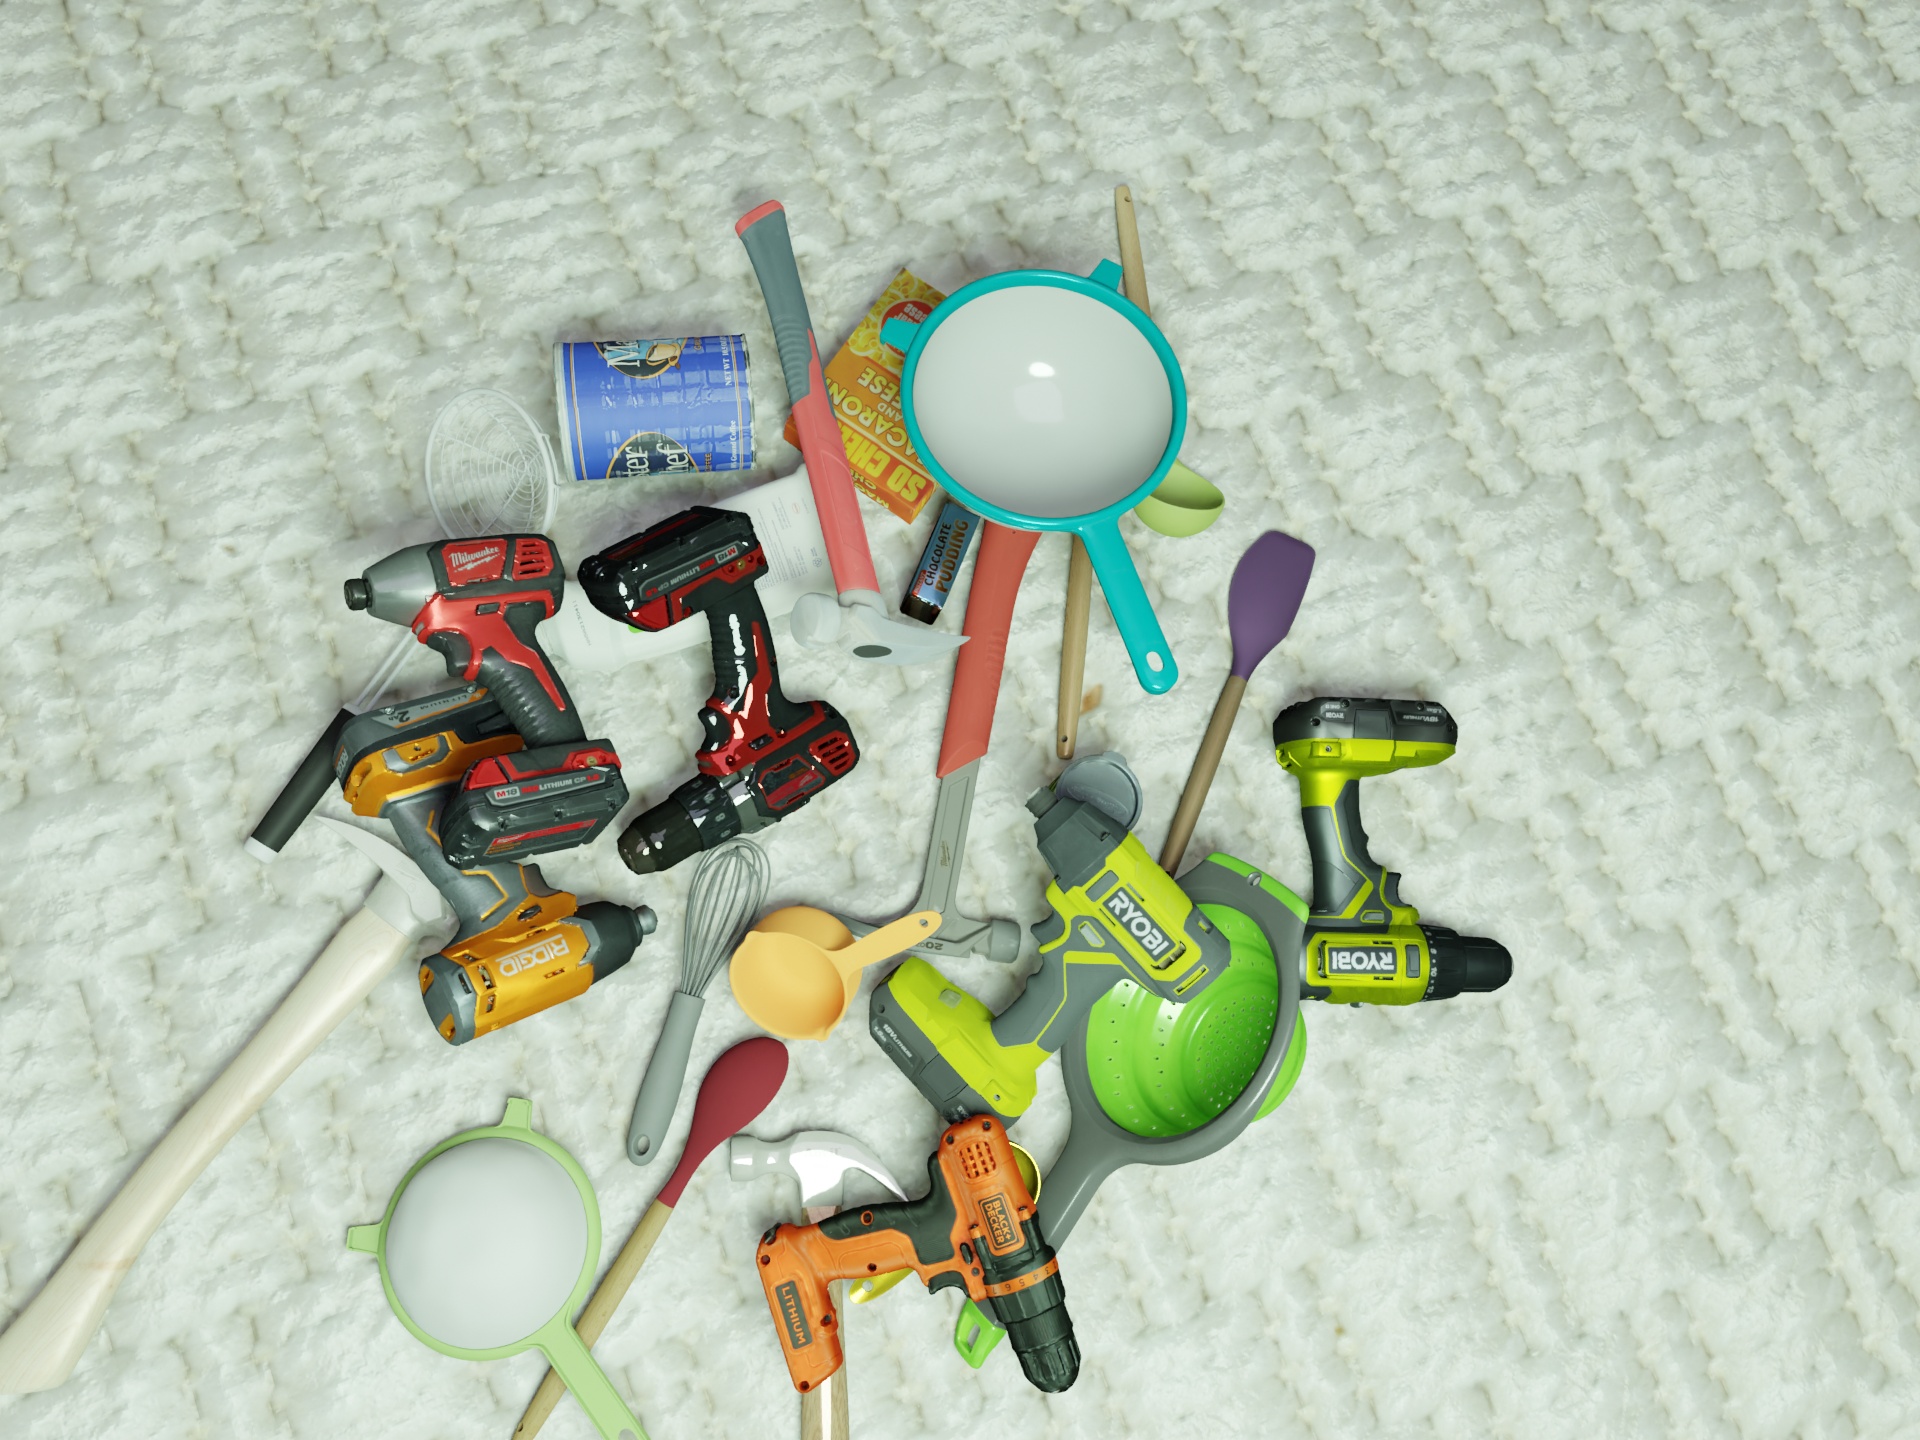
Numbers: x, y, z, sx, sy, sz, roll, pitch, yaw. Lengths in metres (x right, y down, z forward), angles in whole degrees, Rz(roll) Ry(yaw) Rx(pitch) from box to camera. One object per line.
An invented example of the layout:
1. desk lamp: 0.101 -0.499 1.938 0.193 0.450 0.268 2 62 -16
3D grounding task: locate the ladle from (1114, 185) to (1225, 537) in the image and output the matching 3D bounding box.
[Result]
1. ladle: 0.157 -0.297 1.287 0.078 0.062 0.320 0 74 -23

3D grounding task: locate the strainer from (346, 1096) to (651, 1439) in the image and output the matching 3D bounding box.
1. strainer: -0.284 0.381 1.032 0.151 0.069 0.256 -39 75 -10

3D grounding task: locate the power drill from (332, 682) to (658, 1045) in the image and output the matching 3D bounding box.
1. power drill: -0.316 0.091 1.092 0.164 0.084 0.227 -19 74 -37

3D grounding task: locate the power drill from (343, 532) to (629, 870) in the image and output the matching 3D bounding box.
1. power drill: -0.314 -0.021 1.053 0.143 0.078 0.220 -10 71 -35

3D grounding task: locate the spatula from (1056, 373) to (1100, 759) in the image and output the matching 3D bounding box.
1. spatula: 0.090 -0.128 1.242 0.082 0.044 0.318 0 78 22

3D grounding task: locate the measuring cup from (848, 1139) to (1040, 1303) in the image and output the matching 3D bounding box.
1. measuring cup: -0.013 0.348 1.098 0.156 0.029 0.062 -37 87 -4

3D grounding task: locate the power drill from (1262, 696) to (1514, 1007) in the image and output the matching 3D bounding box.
1. power drill: 0.322 0.103 1.209 0.190 0.080 0.228 2 79 -8

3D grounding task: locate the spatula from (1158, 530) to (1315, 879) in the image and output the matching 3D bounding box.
1. spatula: 0.207 -0.011 1.246 0.060 0.018 0.316 23 74 -2

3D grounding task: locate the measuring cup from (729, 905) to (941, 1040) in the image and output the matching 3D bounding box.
1. measuring cup: -0.079 0.157 1.104 0.173 0.052 0.095 -27 103 24

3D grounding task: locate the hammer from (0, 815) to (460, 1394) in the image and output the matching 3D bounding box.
1. hammer: -0.503 0.257 1.067 0.146 0.038 0.411 37 75 2

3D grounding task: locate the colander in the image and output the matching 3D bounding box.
1. colander: 0.132 0.290 1.126 0.094 0.205 0.397 33 90 -35

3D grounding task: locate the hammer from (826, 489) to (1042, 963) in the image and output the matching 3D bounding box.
1. hammer: -0.002 -0.004 1.202 0.149 0.036 0.359 12 77 -6

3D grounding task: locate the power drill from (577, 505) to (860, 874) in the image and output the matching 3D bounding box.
1. power drill: -0.186 -0.017 1.111 0.188 0.080 0.226 -31 114 -23

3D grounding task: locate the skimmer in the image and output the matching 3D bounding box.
1. skimmer: -0.408 -0.067 1.129 0.127 0.090 0.363 25 75 23

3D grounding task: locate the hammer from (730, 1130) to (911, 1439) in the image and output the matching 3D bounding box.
1. hammer: -0.091 0.451 1.087 0.130 0.031 0.331 -1 78 -8

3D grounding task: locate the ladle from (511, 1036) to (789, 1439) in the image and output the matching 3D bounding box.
1. ladle: -0.216 0.352 1.086 0.031 0.069 0.315 40 77 -38

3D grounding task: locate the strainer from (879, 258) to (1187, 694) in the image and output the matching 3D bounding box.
1. strainer: 0.080 -0.166 1.179 0.211 0.095 0.340 -18 77 -11

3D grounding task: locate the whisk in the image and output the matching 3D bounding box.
1. whisk: -0.189 0.197 1.127 0.055 0.055 0.239 18 79 -4

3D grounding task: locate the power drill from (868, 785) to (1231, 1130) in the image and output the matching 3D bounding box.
1. power drill: 0.050 0.166 1.095 0.223 0.080 0.171 -44 87 17

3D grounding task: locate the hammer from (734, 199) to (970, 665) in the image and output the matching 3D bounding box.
1. hammer: -0.095 -0.220 1.180 0.143 0.038 0.387 7 60 -43
